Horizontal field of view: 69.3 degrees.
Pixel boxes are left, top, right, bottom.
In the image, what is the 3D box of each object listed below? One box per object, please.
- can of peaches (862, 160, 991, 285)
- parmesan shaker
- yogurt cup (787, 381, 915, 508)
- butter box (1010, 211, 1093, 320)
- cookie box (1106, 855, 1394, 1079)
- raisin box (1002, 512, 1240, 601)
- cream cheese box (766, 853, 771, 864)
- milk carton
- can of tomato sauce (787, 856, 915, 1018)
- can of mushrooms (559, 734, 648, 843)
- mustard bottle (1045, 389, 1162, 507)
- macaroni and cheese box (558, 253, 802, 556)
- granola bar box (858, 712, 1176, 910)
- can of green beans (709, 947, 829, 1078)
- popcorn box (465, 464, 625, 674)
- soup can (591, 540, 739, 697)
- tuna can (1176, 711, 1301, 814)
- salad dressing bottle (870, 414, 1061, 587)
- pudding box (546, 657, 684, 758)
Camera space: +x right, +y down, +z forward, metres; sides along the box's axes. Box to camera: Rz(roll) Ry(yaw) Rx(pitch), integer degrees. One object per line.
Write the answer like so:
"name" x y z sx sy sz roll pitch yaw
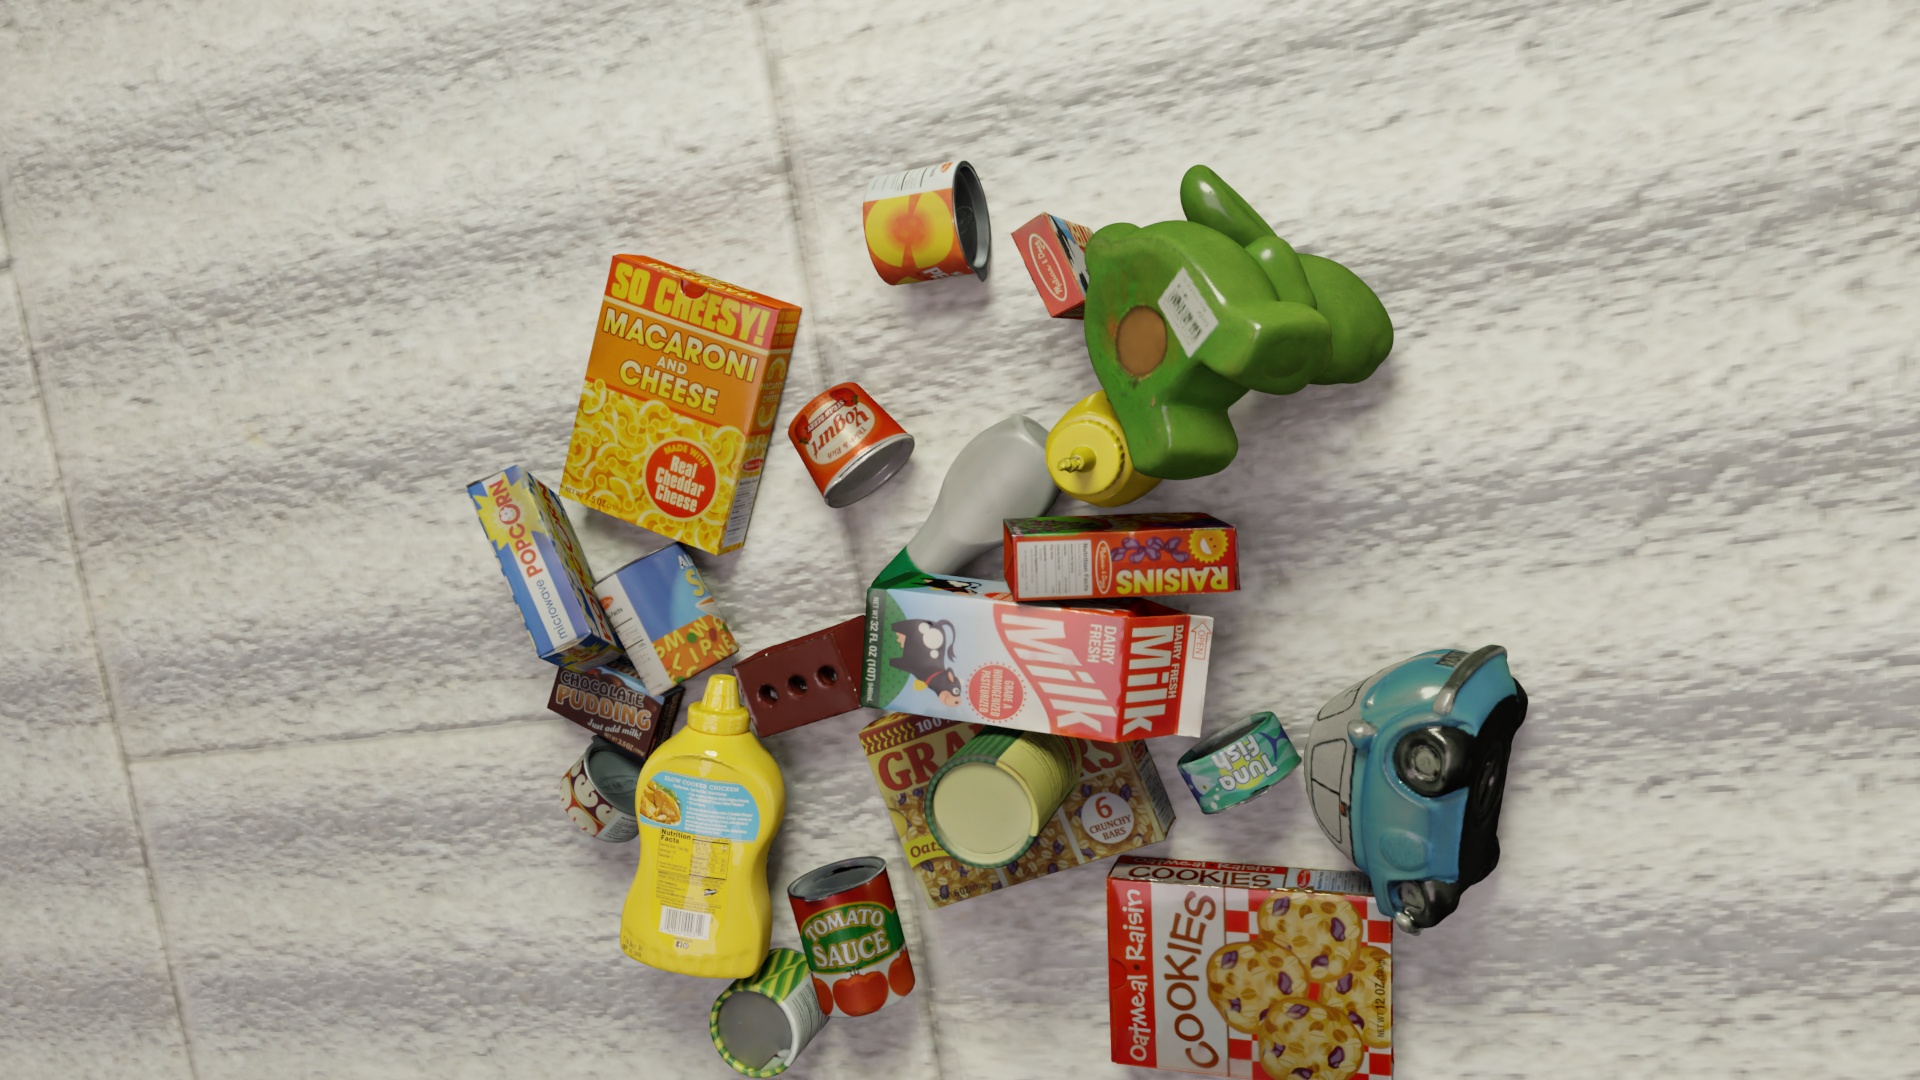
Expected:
"can of peaches" -0.019 -0.185 0.824 0.058 0.071 0.071 -5 97 19
"parmesan shaker" 0.024 0.137 0.794 0.071 0.103 0.071 3 98 18
"yogurt cup" -0.070 -0.061 0.861 0.072 0.072 0.054 -43 76 19
"butter box" 0.063 -0.152 0.782 0.024 0.104 0.053 -26 89 20
"cookie box" 0.174 0.260 0.840 0.167 0.040 0.122 0 98 18
"raisin box" 0.088 0.008 0.789 0.123 0.086 0.040 -2 96 -2
"cream cheese box" -0.180 0.241 0.961 0.053 0.024 0.103 40 108 9
"milk carton" 0.045 0.066 0.795 0.190 0.073 0.072 7 98 15
"can of tomato sauce" -0.070 0.258 0.903 0.071 0.071 0.083 -13 95 19
"can of mushrooms" -0.238 0.169 0.947 0.071 0.071 0.033 45 110 7
"mustard bottle" 0.078 -0.048 0.762 0.048 0.160 0.065 -42 86 18
"macaroni and cheese box" -0.183 -0.089 0.905 0.124 0.040 0.166 19 104 14
"granola bar box" 0.033 0.148 0.870 0.165 0.039 0.124 -22 91 19
"can of green beans" -0.127 0.318 0.937 0.071 0.058 0.071 3 99 18
"popcorn box" -0.270 0.021 0.911 0.038 0.085 0.127 -26 78 -3
"soup can" -0.191 0.051 0.916 0.071 0.071 0.084 -29 90 20
"tuna can" 0.162 0.129 0.809 0.071 0.071 0.033 -31 87 20
"salad dressing bottle" 0.003 -0.011 0.855 0.064 0.044 0.147 44 110 1
"pudding box" -0.237 0.108 0.956 0.084 0.030 0.049 24 104 13
